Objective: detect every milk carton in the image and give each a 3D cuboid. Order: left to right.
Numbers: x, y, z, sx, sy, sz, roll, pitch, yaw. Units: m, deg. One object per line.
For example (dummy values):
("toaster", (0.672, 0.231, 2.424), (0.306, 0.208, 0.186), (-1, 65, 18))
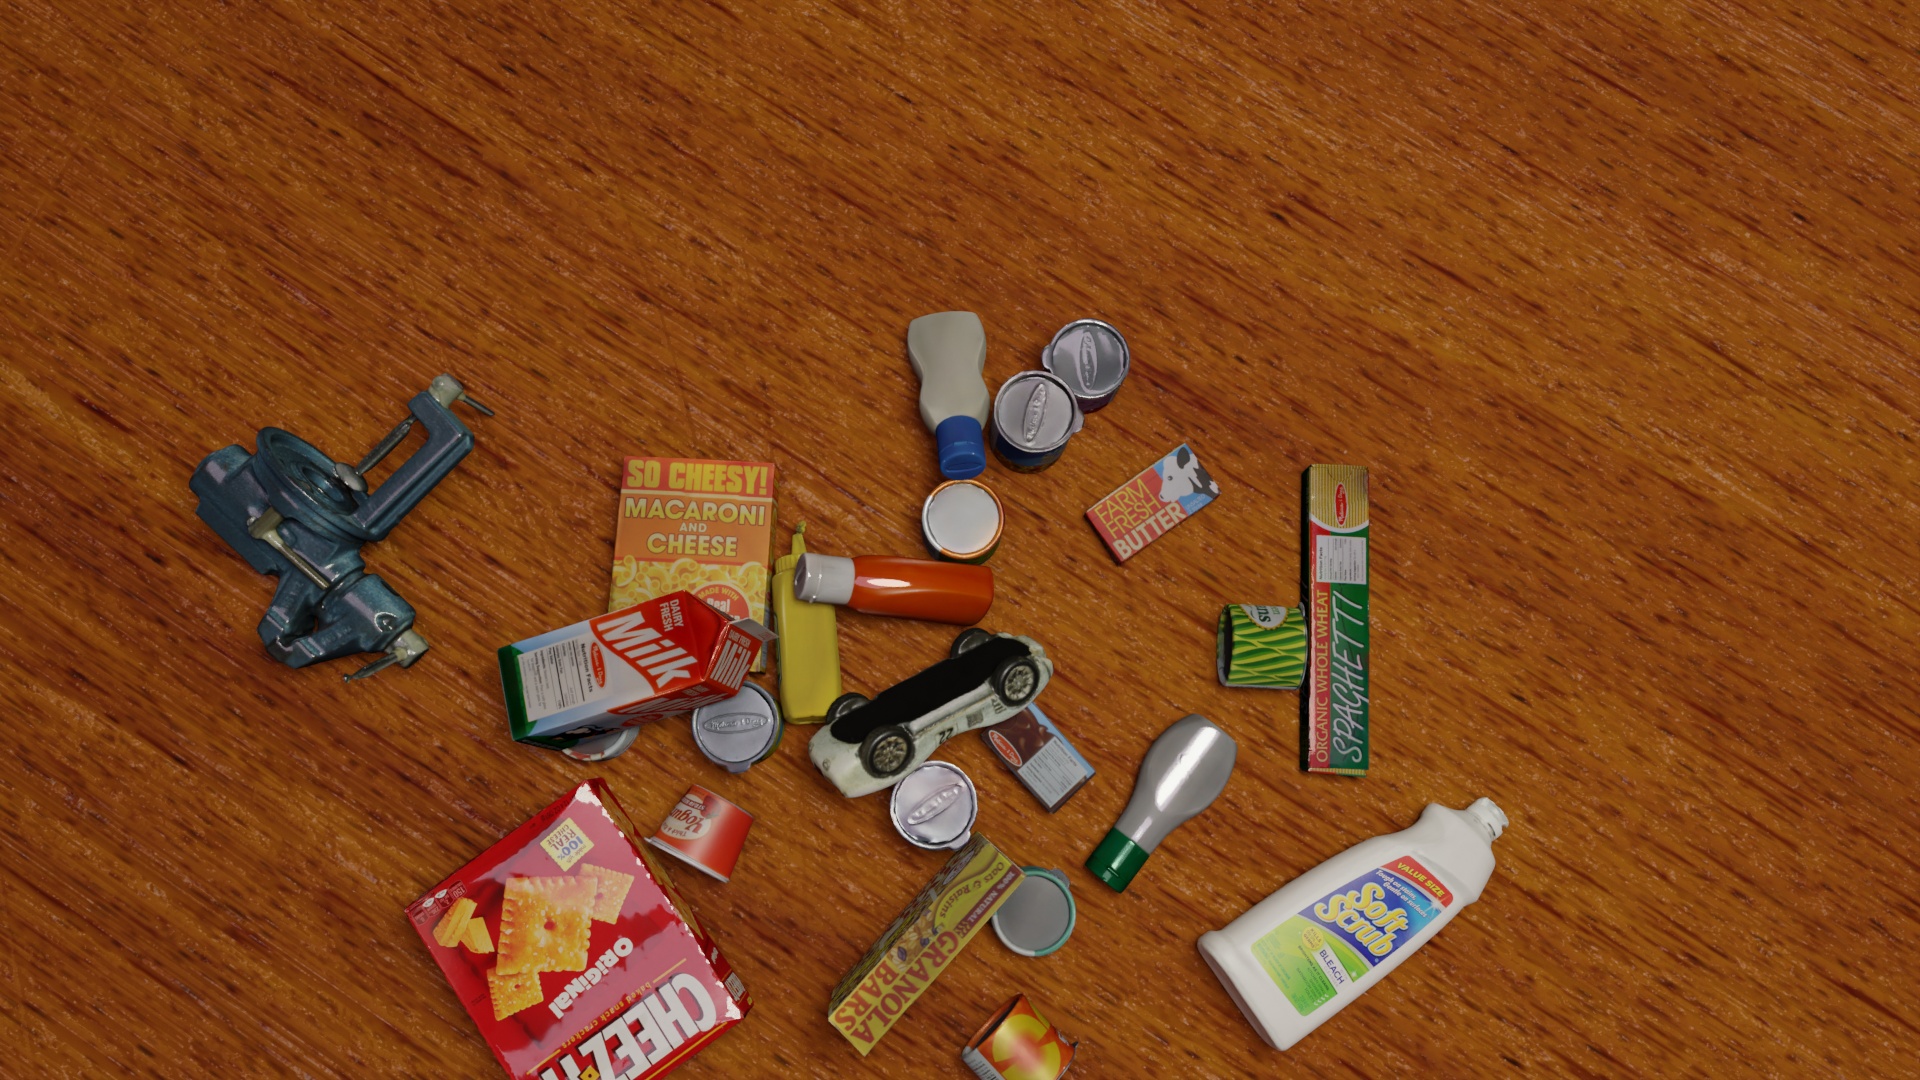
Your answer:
("milk carton", (-0.234, 0.092, 1.027), (0.190, 0.072, 0.073), (-18, 72, 6))

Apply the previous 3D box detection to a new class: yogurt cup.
("yogurt cup", (-0.194, 0.222, 1.059), (0.072, 0.072, 0.054), (28, 73, 3))

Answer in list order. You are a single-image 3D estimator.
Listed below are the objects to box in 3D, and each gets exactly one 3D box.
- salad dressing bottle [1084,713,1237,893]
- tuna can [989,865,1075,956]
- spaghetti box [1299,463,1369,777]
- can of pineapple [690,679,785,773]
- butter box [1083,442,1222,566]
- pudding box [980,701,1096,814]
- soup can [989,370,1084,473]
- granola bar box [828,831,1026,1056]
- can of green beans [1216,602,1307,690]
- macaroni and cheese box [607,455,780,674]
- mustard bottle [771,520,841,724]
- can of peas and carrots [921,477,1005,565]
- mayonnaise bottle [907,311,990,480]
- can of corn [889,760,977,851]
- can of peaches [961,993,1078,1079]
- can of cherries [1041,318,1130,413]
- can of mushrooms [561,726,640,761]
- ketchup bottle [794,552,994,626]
("salad dressing bottle", (0.155, 0.205, 1.082), (0.064, 0.044, 0.148), (39, 82, 3))
("tuna can", (0.057, 0.284, 1.070), (0.071, 0.032, 0.071), (0, 80, -1))
("spaghetti box", (0.301, 0.063, 1.118), (0.050, 0.028, 0.250), (3, 80, -1))
("can of pineapple", (-0.172, 0.144, 1.076), (0.071, 0.057, 0.071), (0, 80, -1))
("butter box", (0.156, -0.029, 1.133), (0.103, 0.024, 0.053), (-35, 82, -8))
("pudding box", (0.061, 0.168, 1.092), (0.050, 0.030, 0.084), (-42, 83, -7))
("soup can", (0.060, -0.092, 1.112), (0.071, 0.083, 0.071), (0, 81, -1))
("granola bar box", (-0.026, 0.289, 1.020), (0.039, 0.124, 0.166), (43, 81, 3))
("can of green beans", (0.237, 0.084, 1.094), (0.058, 0.071, 0.071), (3, 80, 0))
("macaroni and cheese box", (-0.212, 0.020, 1.106), (0.124, 0.040, 0.166), (3, 80, -1))
("mustard bottle", (-0.123, 0.062, 1.092), (0.049, 0.065, 0.160), (-5, 74, -8))
("can of peas and carrots", (0.004, -0.014, 1.109), (0.071, 0.058, 0.071), (0, 81, -2))
("mayonnaise bottle", (-0.006, -0.117, 1.109), (0.065, 0.041, 0.149), (-7, 56, 0))
("can of corn", (-0.019, 0.205, 1.069), (0.071, 0.058, 0.071), (0, 80, -2))
("can of peaches", (0.044, 0.381, 1.036), (0.058, 0.071, 0.071), (45, 82, 6))
("can of cherries", (0.099, -0.142, 1.135), (0.071, 0.058, 0.071), (0, 81, -1))
("can of mushrooms", (-0.288, 0.139, 1.086), (0.071, 0.033, 0.071), (0, 81, -2))
("ketchup bottle", (-0.052, 0.036, 1.073), (0.149, 0.064, 0.044), (7, 62, -22))
